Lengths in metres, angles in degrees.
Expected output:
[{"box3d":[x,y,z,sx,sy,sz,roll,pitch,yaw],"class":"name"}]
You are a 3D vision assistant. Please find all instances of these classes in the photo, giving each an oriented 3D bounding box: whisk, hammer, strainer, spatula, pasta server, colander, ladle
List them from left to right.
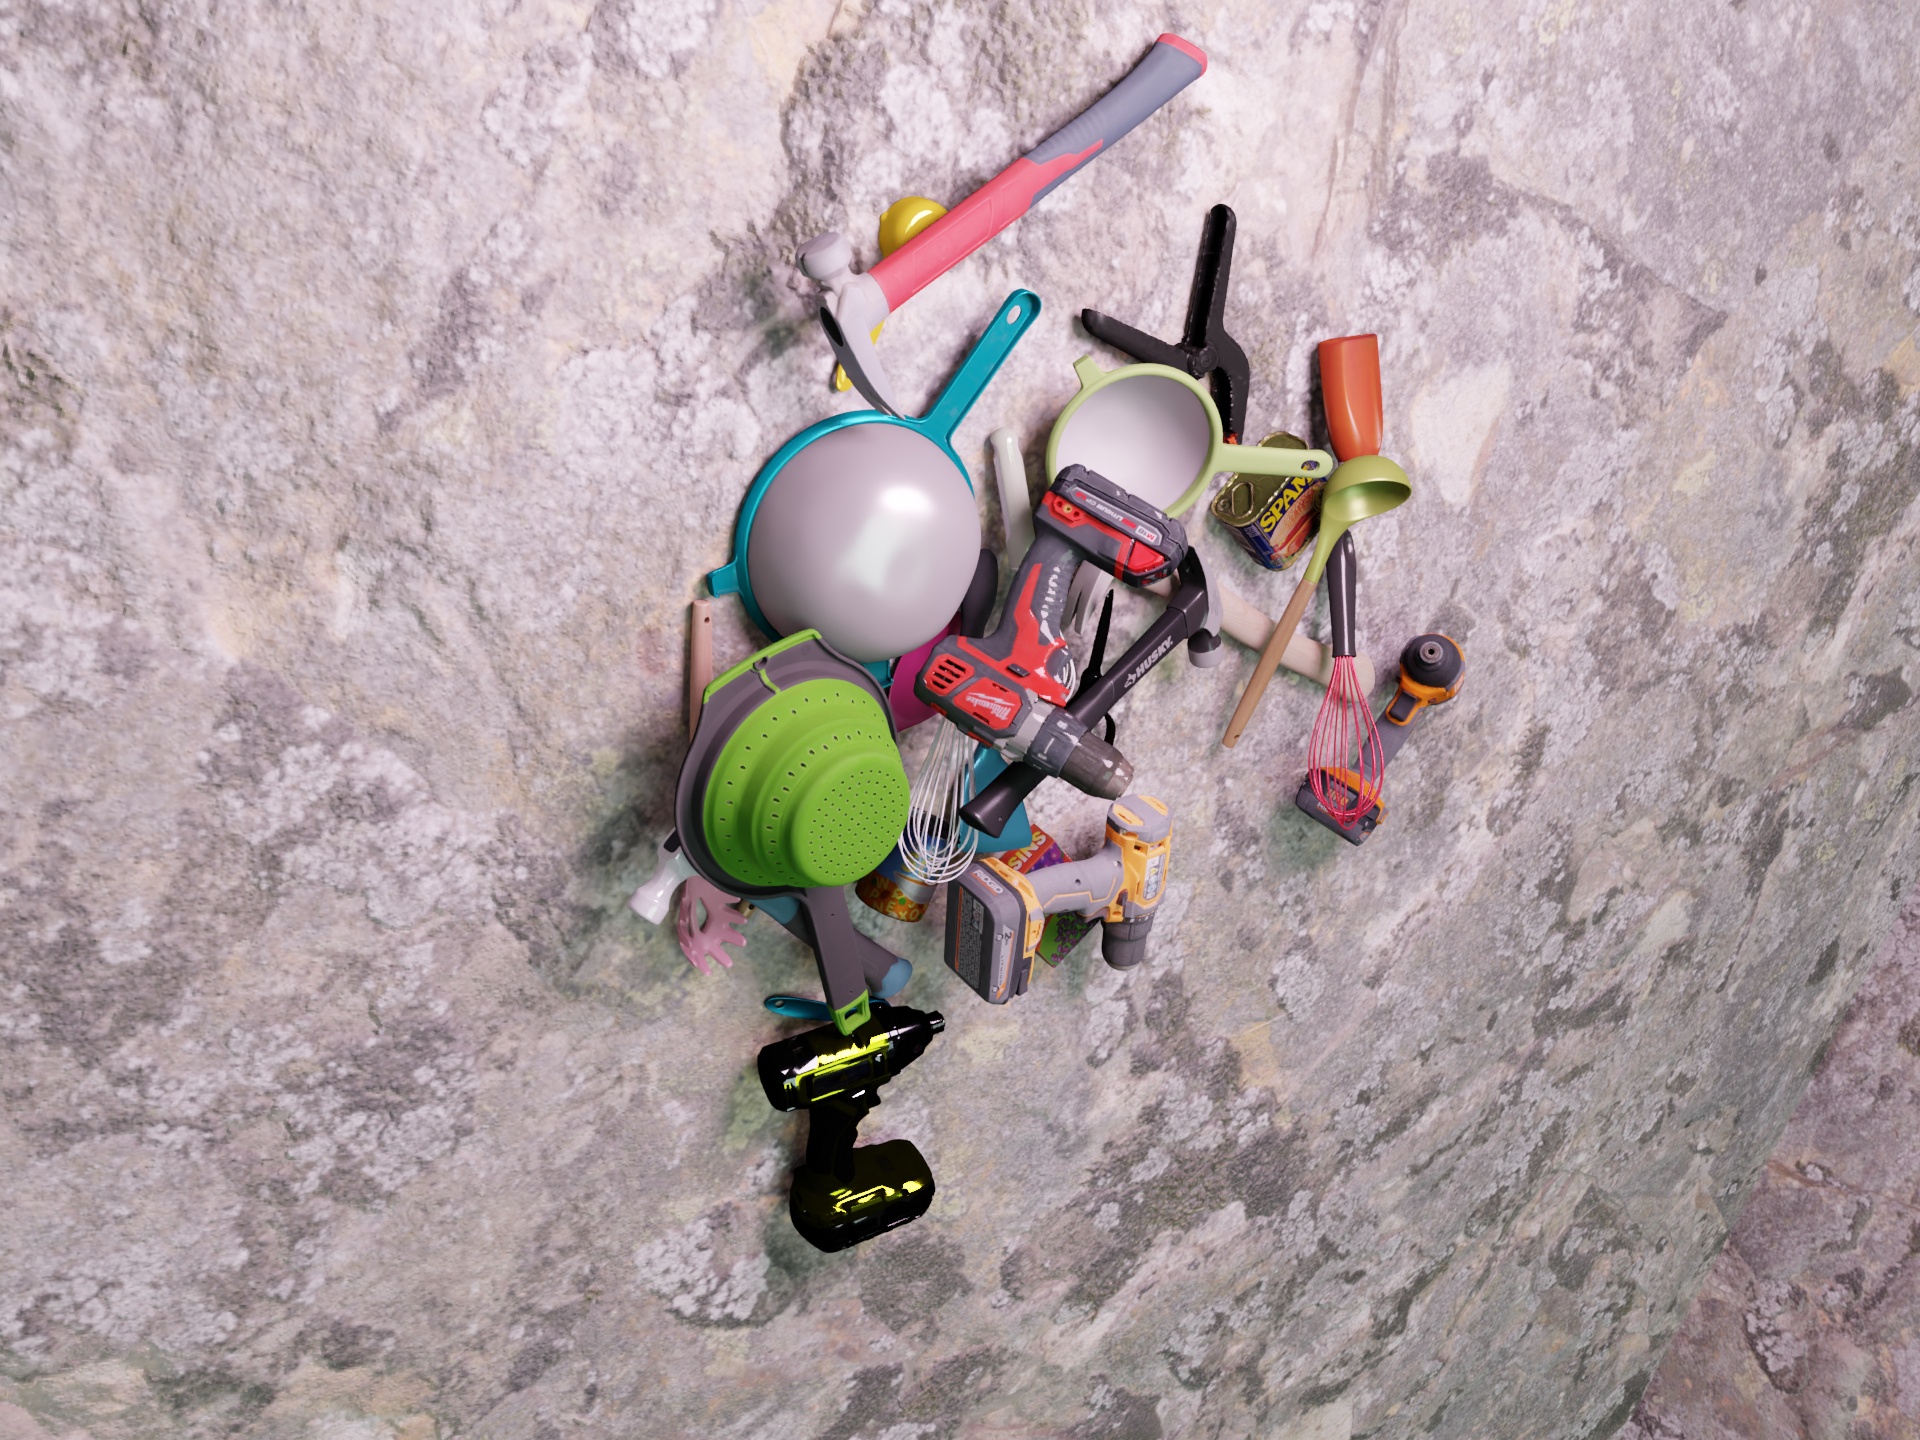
[{"box3d":[-0.202,0.057,1.267,0.060,0.040,0.316,-19,122,-44],"class":"pasta server"},{"box3d":[-0.138,0.165,1.336,0.128,0.033,0.330,-58,140,-9],"class":"hammer"},{"box3d":[-0.095,0.123,1.253,0.204,0.095,0.396,-32,132,-28],"class":"colander"},{"box3d":[-0.025,-0.178,1.222,0.210,0.095,0.340,31,98,-38],"class":"strainer"},{"box3d":[-0.003,-0.004,1.324,0.070,0.070,0.285,14,83,-38],"class":"whisk"},{"box3d":[0.050,-0.038,1.389,0.082,0.044,0.317,-1,112,-33],"class":"spatula"},{"box3d":[0.054,-0.122,1.326,0.059,0.058,0.246,-11,106,-4],"class":"whisk"},{"box3d":[0.051,-0.386,1.191,0.386,0.038,0.143,-41,129,-19],"class":"hammer"},{"box3d":[0.115,-0.019,1.345,0.335,0.035,0.146,-43,138,-28],"class":"hammer"},{"box3d":[0.187,-0.234,1.341,0.256,0.069,0.151,1,123,-17],"class":"strainer"},{"box3d":[0.265,-0.086,1.517,0.410,0.038,0.146,24,99,-40],"class":"hammer"},{"box3d":[0.319,-0.102,1.476,0.078,0.062,0.320,6,121,-29],"class":"ladle"},{"box3d":[0.371,-0.043,1.536,0.073,0.073,0.296,5,82,-36],"class":"whisk"}]

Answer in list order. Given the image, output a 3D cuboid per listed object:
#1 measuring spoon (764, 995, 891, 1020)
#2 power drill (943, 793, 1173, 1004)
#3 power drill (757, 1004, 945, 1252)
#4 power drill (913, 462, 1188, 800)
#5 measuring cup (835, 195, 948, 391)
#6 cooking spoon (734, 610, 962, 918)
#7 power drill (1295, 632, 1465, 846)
[{"box3d":[-0.121,0.258,1.441,0.128,0.021,0.042,15,114,-29],"class":"measuring spoon"},{"box3d":[0.096,0.180,1.455,0.226,0.084,0.185,-20,128,-32],"class":"power drill"},{"box3d":[-0.090,0.367,1.460,0.171,0.080,0.223,-15,122,-22],"class":"power drill"},{"box3d":[0.094,-0.065,1.253,0.227,0.188,0.080,-58,172,-1],"class":"power drill"},{"box3d":[-0.051,-0.315,1.188,0.062,0.029,0.156,22,97,-39],"class":"measuring cup"},{"box3d":[-0.090,0.040,1.348,0.068,0.017,0.319,39,88,-32],"class":"cooking spoon"},{"box3d":[0.435,0.012,1.620,0.226,0.084,0.164,-57,161,2],"class":"power drill"}]
